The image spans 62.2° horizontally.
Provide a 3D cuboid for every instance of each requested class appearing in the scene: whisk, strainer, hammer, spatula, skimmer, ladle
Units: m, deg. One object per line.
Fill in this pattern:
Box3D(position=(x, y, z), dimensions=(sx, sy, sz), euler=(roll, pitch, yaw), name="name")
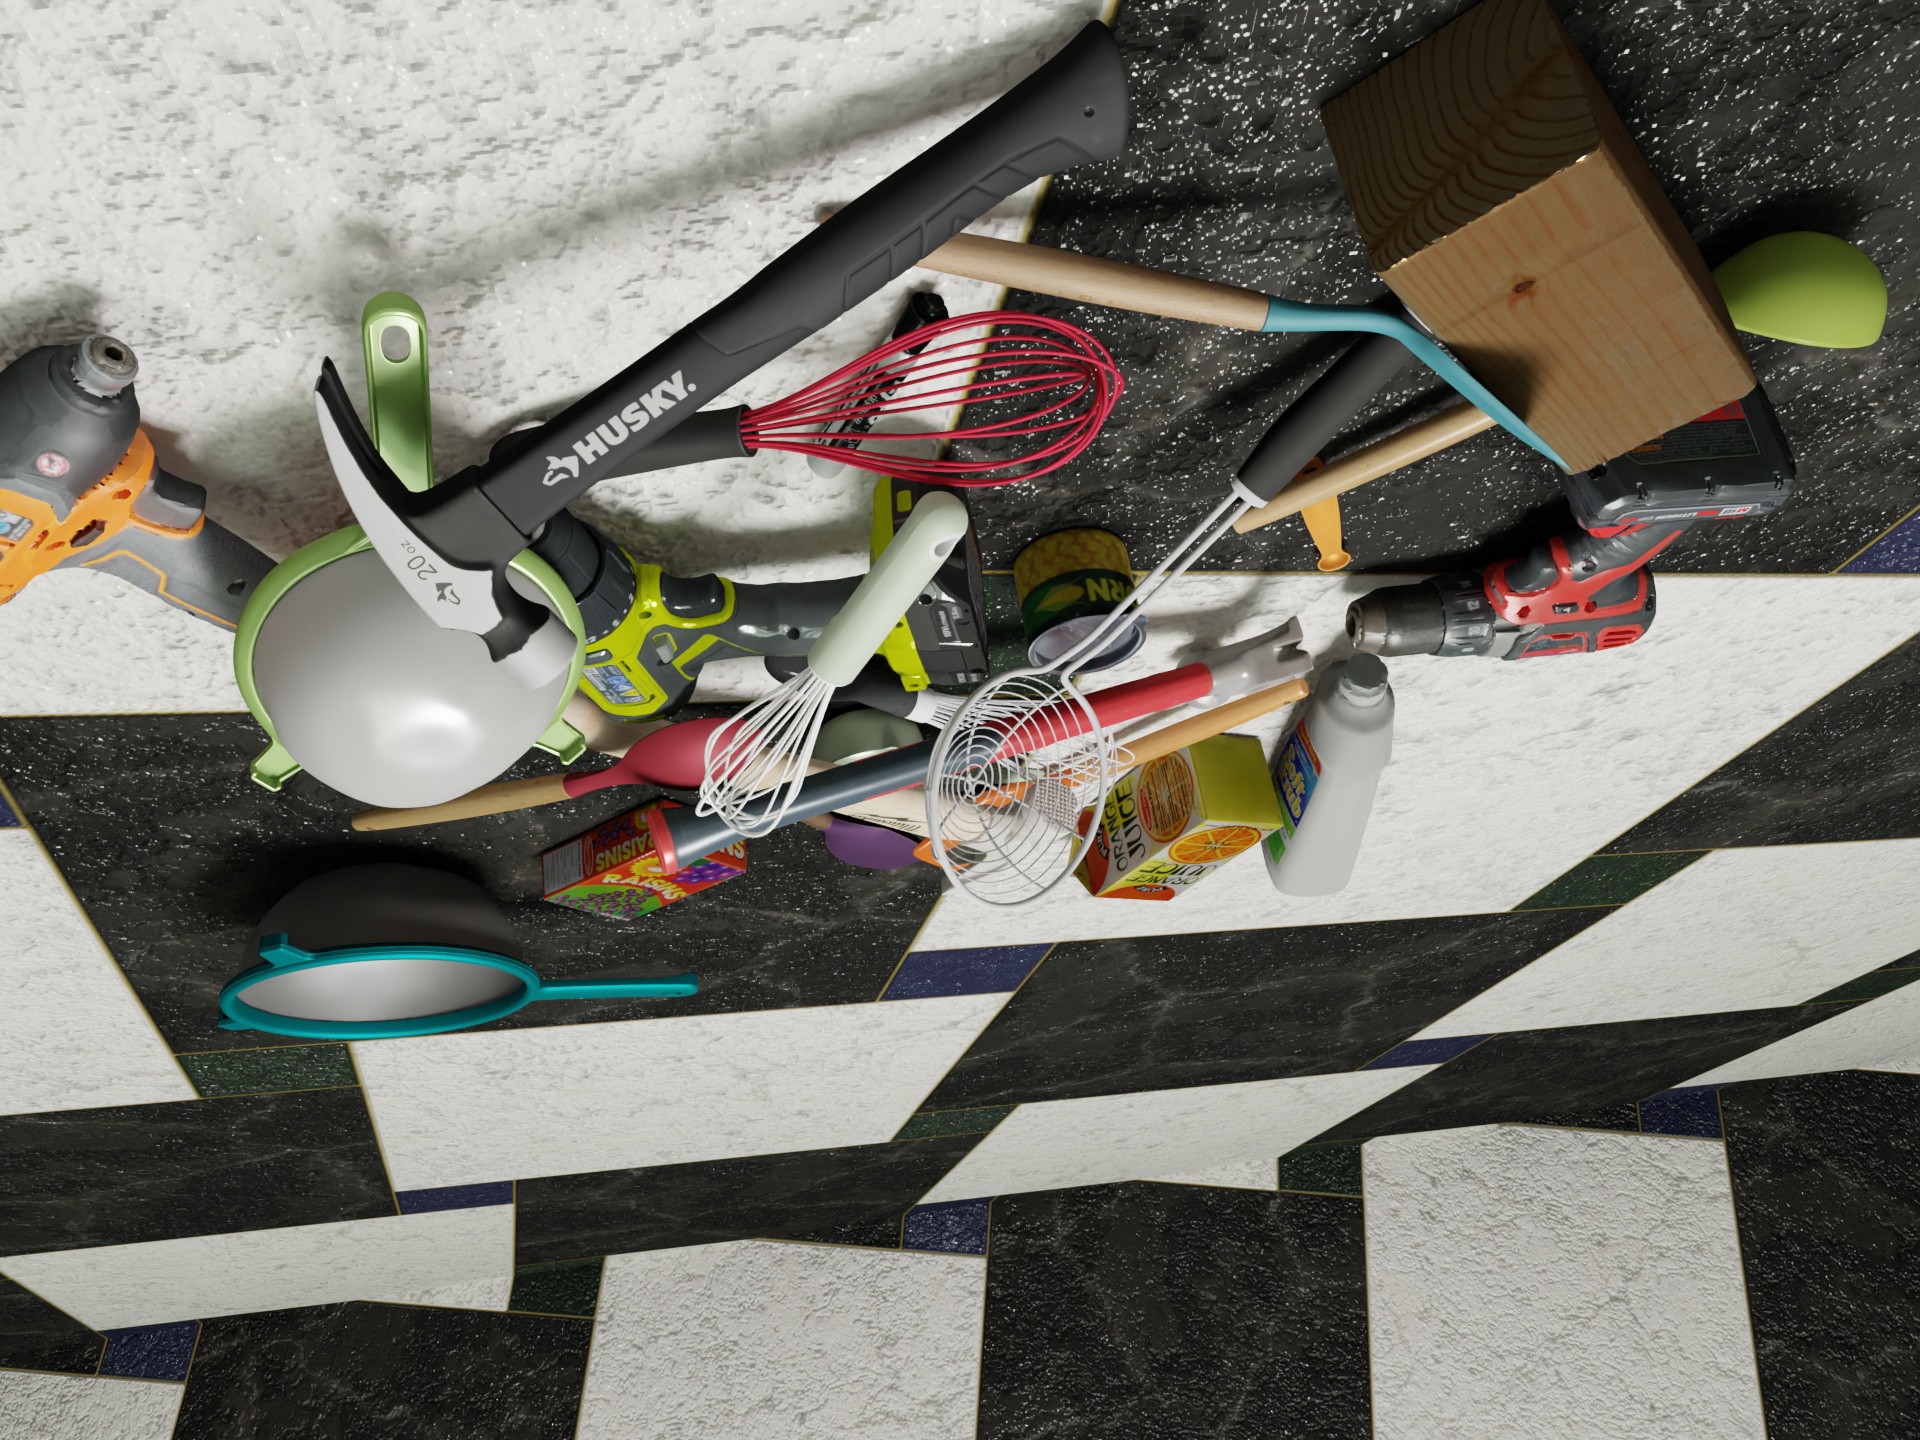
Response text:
Box3D(position=(-0.065, -0.022, 0.747), dimensions=(0.058, 0.059, 0.246), euler=(-18, 157, -45), name="whisk")
Box3D(position=(-0.228, -0.049, 0.666), dimensions=(0.151, 0.069, 0.256), euler=(-5, 134, -20), name="strainer")
Box3D(position=(-0.075, -0.128, 0.694), dimensions=(0.296, 0.073, 0.073), euler=(-4, 156, 16), name="whisk")
Box3D(position=(0.013, 0.013, 0.913), dimensions=(0.386, 0.038, 0.143), euler=(-17, 177, -17), name="hammer")
Box3D(position=(-0.001, -0.003, 1.005), dimensions=(0.284, 0.070, 0.070), euler=(17, 143, -35), name="whisk")
Box3D(position=(0.105, 0.040, 1.123), dimensions=(0.322, 0.041, 0.081), euler=(-24, 150, 35), name="spatula")
Box3D(position=(-0.135, 0.032, 0.979), dimensions=(0.410, 0.038, 0.146), euler=(17, 149, -27), name="hammer")
Box3D(position=(-0.356, 0.161, 1.166), dimensions=(0.340, 0.095, 0.211), euler=(5, 153, -31), name="strainer")
Box3D(position=(0.113, -0.052, 0.786), dimensions=(0.127, 0.090, 0.363), euler=(21, 122, -41), name="skimmer")
Box3D(position=(0.097, -0.161, 0.654), dimensions=(0.317, 0.082, 0.044), euler=(10, 113, -5), name="spatula")
Box3D(position=(0.284, -0.152, 0.794), dimensions=(0.320, 0.078, 0.062), euler=(-23, 111, 30), name="ladle")
Box3D(position=(-0.250, 0.040, 0.941), dimensions=(0.315, 0.031, 0.069), euler=(-10, 155, 29), name="ladle")
Box3D(position=(-0.113, 0.065, 1.139), dimensions=(0.060, 0.018, 0.315), euler=(-19, 153, 20), name="spatula")
Box3D(position=(-0.082, -0.151, 0.596), dimensions=(0.335, 0.035, 0.146), euler=(-33, 125, 8), name="hammer")

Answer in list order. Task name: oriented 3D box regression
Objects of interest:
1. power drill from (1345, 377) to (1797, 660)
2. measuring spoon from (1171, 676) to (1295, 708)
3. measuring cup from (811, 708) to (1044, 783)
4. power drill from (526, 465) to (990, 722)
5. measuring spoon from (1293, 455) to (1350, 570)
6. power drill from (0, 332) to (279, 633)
Box3D(position=(0.335, -0.100, 0.903), dimensions=(0.188, 0.080, 0.226), euler=(-6, 156, -7), name="power drill")
Box3D(position=(0.167, -0.012, 1.081), dimensions=(0.124, 0.018, 0.034), euler=(-10, 154, 3), name="measuring spoon")
Box3D(position=(-0.021, 0.022, 1.065), dimensions=(0.167, 0.038, 0.083), euler=(2, 152, -26), name="measuring cup")
Box3D(position=(-0.107, -0.065, 0.796), dimensions=(0.228, 0.080, 0.190), euler=(-6, 159, 5), name="power drill")
Box3D(position=(0.202, -0.118, 0.894), dimensions=(0.021, 0.011, 0.116), euler=(-17, 149, 13), name="measuring spoon")
Box3D(position=(-0.327, -0.082, 0.705), dimensions=(0.164, 0.084, 0.226), euler=(-31, 143, 33), name="power drill")
